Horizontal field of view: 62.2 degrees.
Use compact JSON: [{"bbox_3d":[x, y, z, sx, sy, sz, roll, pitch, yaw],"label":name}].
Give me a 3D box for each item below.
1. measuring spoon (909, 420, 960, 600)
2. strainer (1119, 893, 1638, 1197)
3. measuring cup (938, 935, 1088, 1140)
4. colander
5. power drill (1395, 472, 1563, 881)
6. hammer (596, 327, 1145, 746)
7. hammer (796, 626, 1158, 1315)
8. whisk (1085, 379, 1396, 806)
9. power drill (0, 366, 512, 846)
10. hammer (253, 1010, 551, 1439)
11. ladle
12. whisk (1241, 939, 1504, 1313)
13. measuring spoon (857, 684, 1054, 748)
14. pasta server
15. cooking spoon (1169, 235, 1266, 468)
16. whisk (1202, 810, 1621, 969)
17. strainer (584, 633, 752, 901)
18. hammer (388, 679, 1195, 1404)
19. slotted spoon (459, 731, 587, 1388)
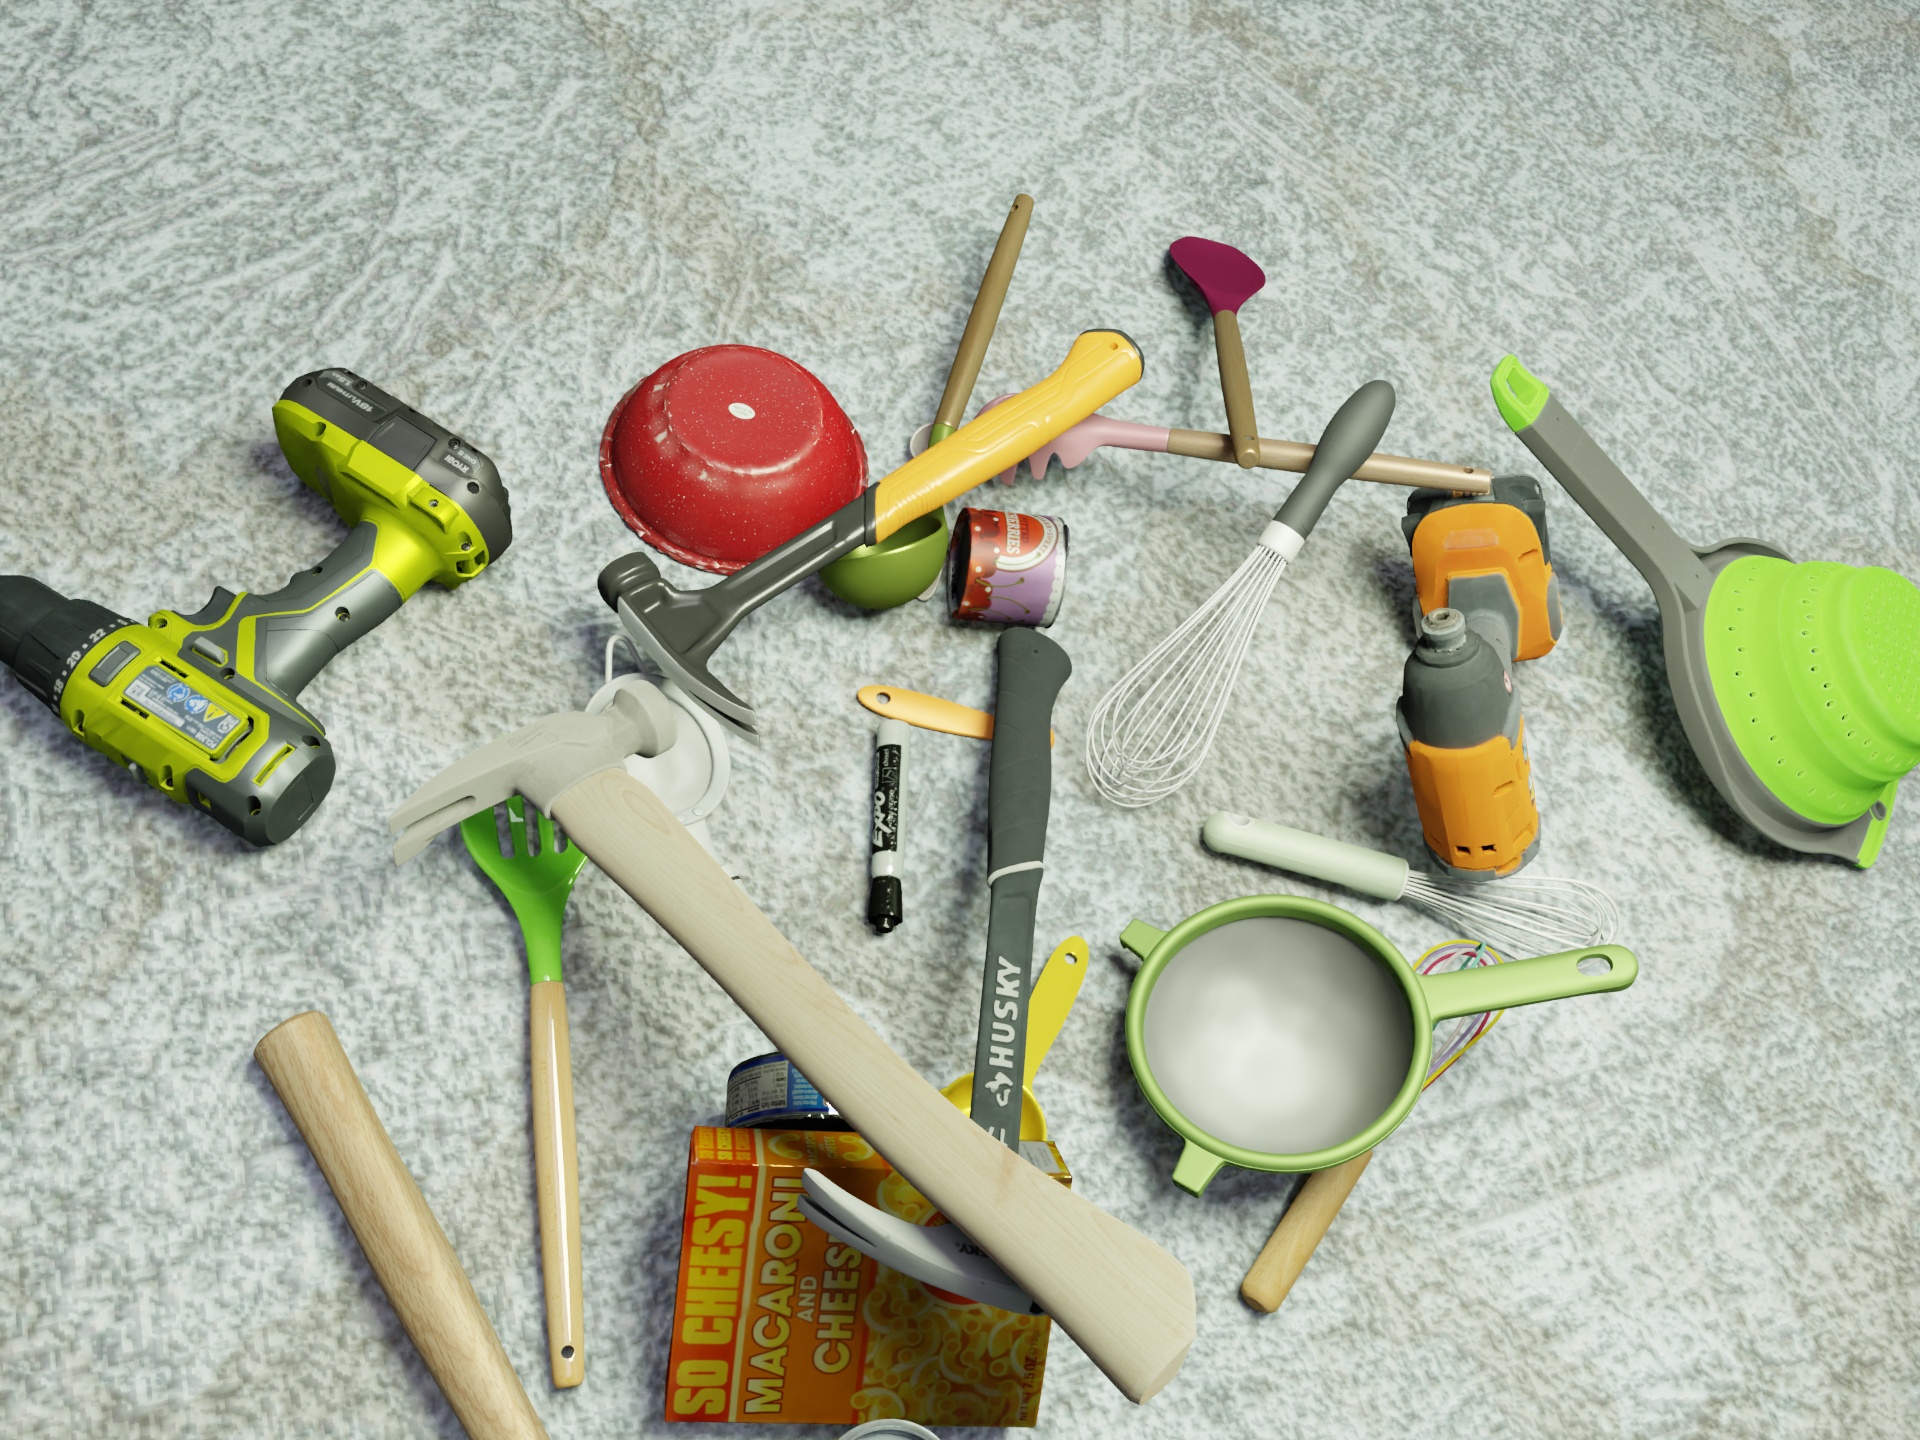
[{"bbox_3d":[-0.017,-0.126,0.968,0.034,0.018,0.124,2,67,8],"label":"measuring spoon"},{"bbox_3d":[0.213,0.159,0.814,0.256,0.069,0.152,-11,52,1],"label":"strainer"},{"bbox_3d":[0.031,0.173,0.817,0.062,0.029,0.157,30,48,3],"label":"measuring cup"},{"bbox_3d":[0.475,-0.083,0.950,0.397,0.094,0.204,44,57,-11],"label":"colander"},{"bbox_3d":[0.288,-0.044,0.894,0.084,0.164,0.227,-4,40,25],"label":"power drill"},{"bbox_3d":[-0.024,-0.119,0.867,0.337,0.034,0.127,-35,65,-21],"label":"hammer"},{"bbox_3d":[0.020,0.091,0.778,0.149,0.036,0.409,11,42,-4],"label":"hammer"},{"bbox_3d":[0.163,-0.073,0.897,0.070,0.070,0.284,34,88,5],"label":"whisk"},{"bbox_3d":[-0.361,-0.070,0.814,0.190,0.080,0.229,32,62,4],"label":"power drill"},{"bbox_3d":[-0.219,0.269,0.684,0.130,0.031,0.331,-33,71,-15],"label":"hammer"},{"bbox_3d":[-0.009,-0.204,0.960,0.078,0.062,0.320,-1,60,37],"label":"ladle"},{"bbox_3d":[0.221,0.206,0.832,0.047,0.051,0.245,41,63,3],"label":"whisk"},{"bbox_3d":[-0.001,-0.003,0.904,0.117,0.011,0.021,14,60,-7],"label":"measuring spoon"},{"bbox_3d":[0.152,-0.158,0.950,0.316,0.040,0.060,10,59,14],"label":"pasta server"},{"bbox_3d":[0.170,-0.244,1.014,0.068,0.017,0.319,12,38,-5],"label":"cooking spoon"},{"bbox_3d":[0.256,0.093,0.902,0.246,0.059,0.058,15,23,-1],"label":"whisk"},{"bbox_3d":[-0.129,0.076,0.814,0.087,0.050,0.258,-18,72,-45],"label":"strainer"},{"bbox_3d":[-0.074,0.127,0.664,0.146,0.038,0.411,-30,55,-34],"label":"hammer"},{"bbox_3d":[-0.199,0.153,0.764,0.070,0.031,0.314,-3,65,-16],"label":"slotted spoon"}]
